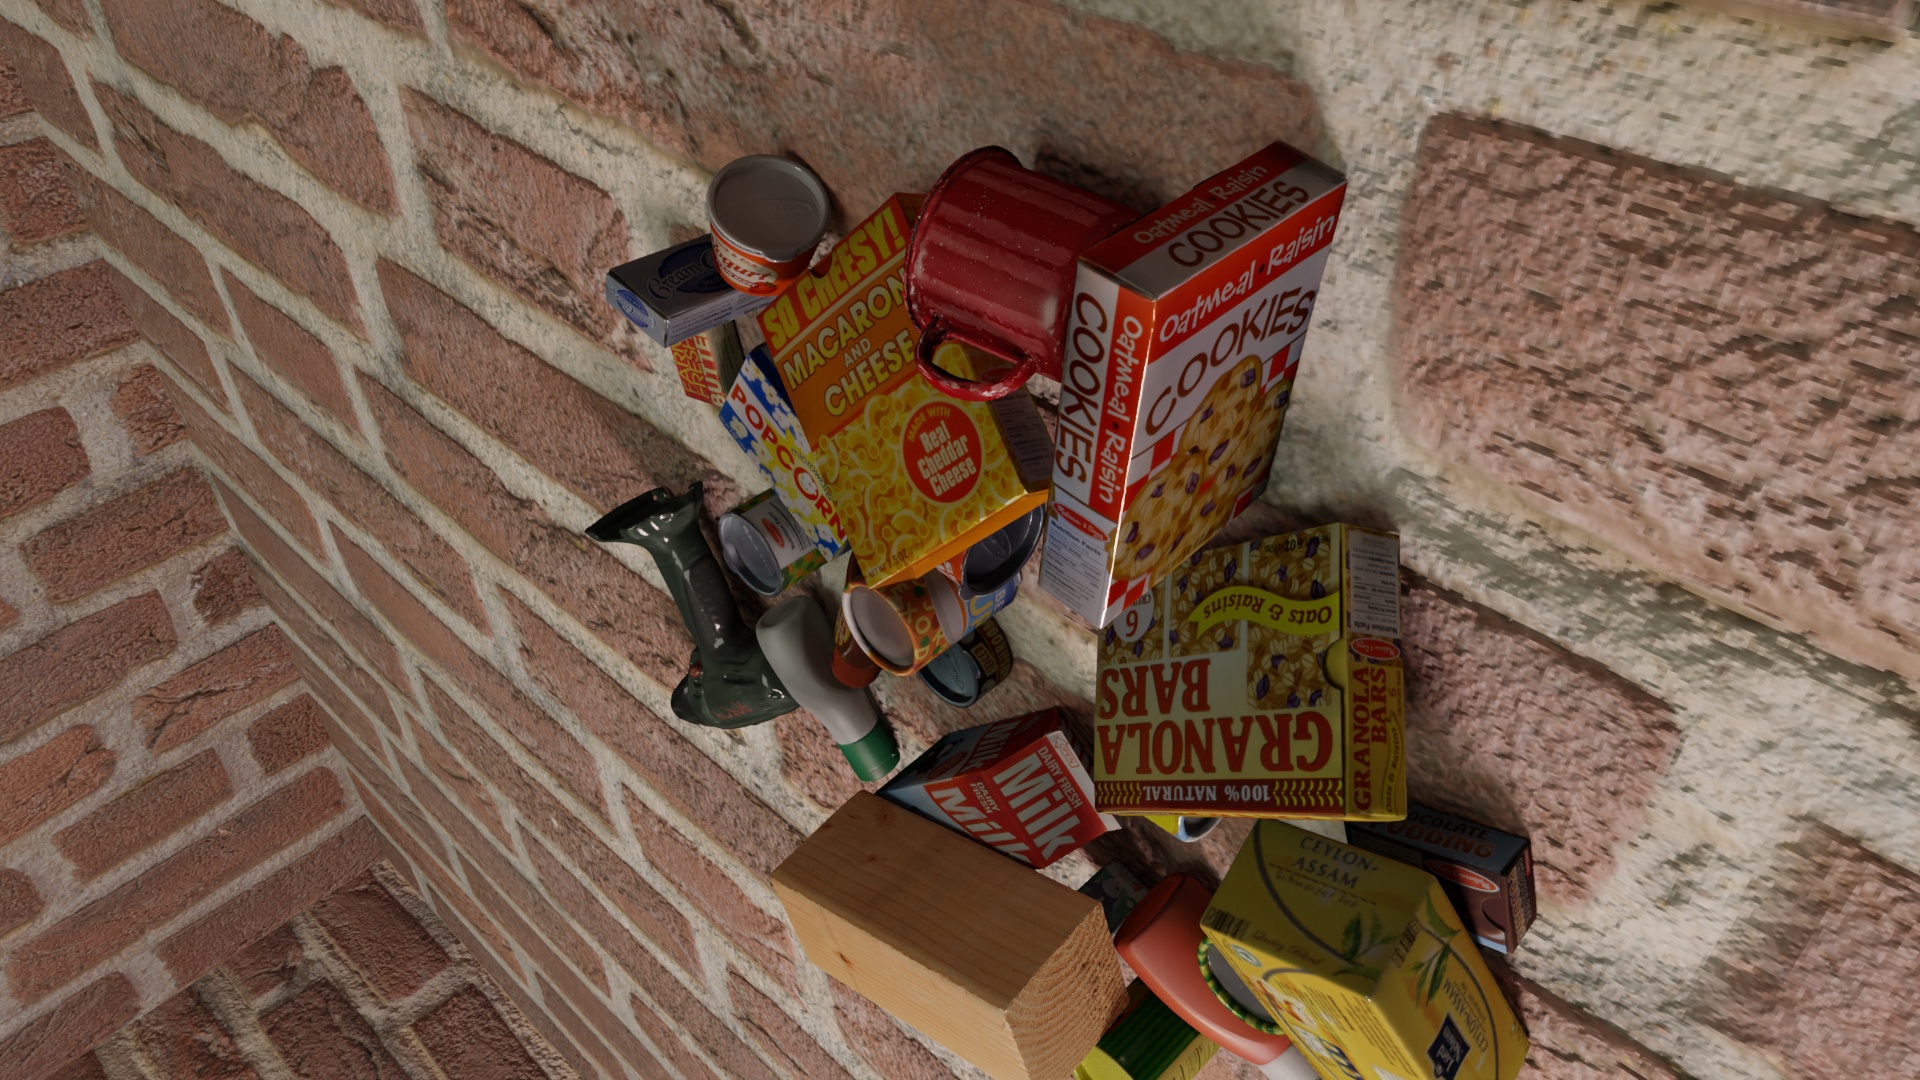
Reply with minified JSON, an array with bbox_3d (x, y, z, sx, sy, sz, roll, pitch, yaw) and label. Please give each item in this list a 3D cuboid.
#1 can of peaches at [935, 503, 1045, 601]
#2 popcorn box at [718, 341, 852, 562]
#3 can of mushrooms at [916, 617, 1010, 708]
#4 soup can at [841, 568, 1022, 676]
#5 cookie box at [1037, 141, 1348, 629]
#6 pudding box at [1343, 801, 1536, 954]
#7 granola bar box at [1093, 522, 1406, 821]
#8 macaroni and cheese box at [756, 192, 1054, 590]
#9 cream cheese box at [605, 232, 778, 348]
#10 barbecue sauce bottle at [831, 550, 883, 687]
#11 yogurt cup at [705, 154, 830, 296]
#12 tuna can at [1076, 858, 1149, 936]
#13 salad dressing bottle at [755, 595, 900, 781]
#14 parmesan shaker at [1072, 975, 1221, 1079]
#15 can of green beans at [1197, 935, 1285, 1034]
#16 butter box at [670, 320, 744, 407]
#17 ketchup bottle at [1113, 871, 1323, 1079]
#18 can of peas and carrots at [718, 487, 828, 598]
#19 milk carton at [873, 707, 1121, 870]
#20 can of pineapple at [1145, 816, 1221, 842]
[{"bbox_3d":[0.003,-0.010,0.772,0.058,0.071,0.070,36,142,29],"label":"can of peaches"},{"bbox_3d":[-0.095,-0.059,0.884,0.127,0.038,0.085,52,147,6],"label":"popcorn box"},{"bbox_3d":[0.000,0.070,0.880,0.071,0.033,0.070,33,140,32],"label":"can of mushrooms"},{"bbox_3d":[-0.017,0.032,0.820,0.071,0.084,0.071,32,140,32],"label":"soup can"},{"bbox_3d":[0.090,-0.061,0.565,0.040,0.123,0.166,34,142,28],"label":"cookie box"},{"bbox_3d":[0.229,0.158,0.665,0.084,0.030,0.049,13,127,46],"label":"pudding box"},{"bbox_3d":[0.128,0.066,0.646,0.165,0.039,0.124,-16,68,56],"label":"granola bar box"},{"bbox_3d":[-0.029,-0.075,0.717,0.123,0.040,0.166,-32,78,39],"label":"macaroni and cheese box"},{"bbox_3d":[-0.150,-0.151,0.813,0.053,0.104,0.024,40,137,21],"label":"cream cheese box"},{"bbox_3d":[-0.061,0.054,0.924,0.147,0.044,0.065,110,164,-60],"label":"barbecue sauce bottle"},{"bbox_3d":[-0.110,-0.174,0.781,0.072,0.073,0.053,49,155,10],"label":"yogurt cup"},{"bbox_3d":[0.085,0.238,0.882,0.033,0.071,0.070,46,146,17],"label":"tuna can"},{"bbox_3d":[-0.094,0.110,1.015,0.044,0.064,0.147,-21,113,22],"label":"salad dressing bottle"},{"bbox_3d":[0.124,0.305,0.861,0.071,0.103,0.071,32,140,32],"label":"parmesan shaker"},{"bbox_3d":[0.174,0.230,0.772,0.071,0.058,0.071,32,141,32],"label":"can of green beans"},{"bbox_3d":[-0.174,-0.140,0.927,0.053,0.024,0.103,19,133,42],"label":"butter box"},{"bbox_3d":[0.162,0.270,0.824,0.149,0.065,0.043,47,160,0],"label":"ketchup bottle"},{"bbox_3d":[-0.123,-0.003,0.950,0.071,0.059,0.070,33,141,32],"label":"can of peas and carrots"},{"bbox_3d":[0.029,0.161,0.885,0.072,0.074,0.190,58,147,-5],"label":"milk carton"},{"bbox_3d":[0.114,0.118,0.744,0.058,0.071,0.070,29,139,34],"label":"can of pineapple"}]
